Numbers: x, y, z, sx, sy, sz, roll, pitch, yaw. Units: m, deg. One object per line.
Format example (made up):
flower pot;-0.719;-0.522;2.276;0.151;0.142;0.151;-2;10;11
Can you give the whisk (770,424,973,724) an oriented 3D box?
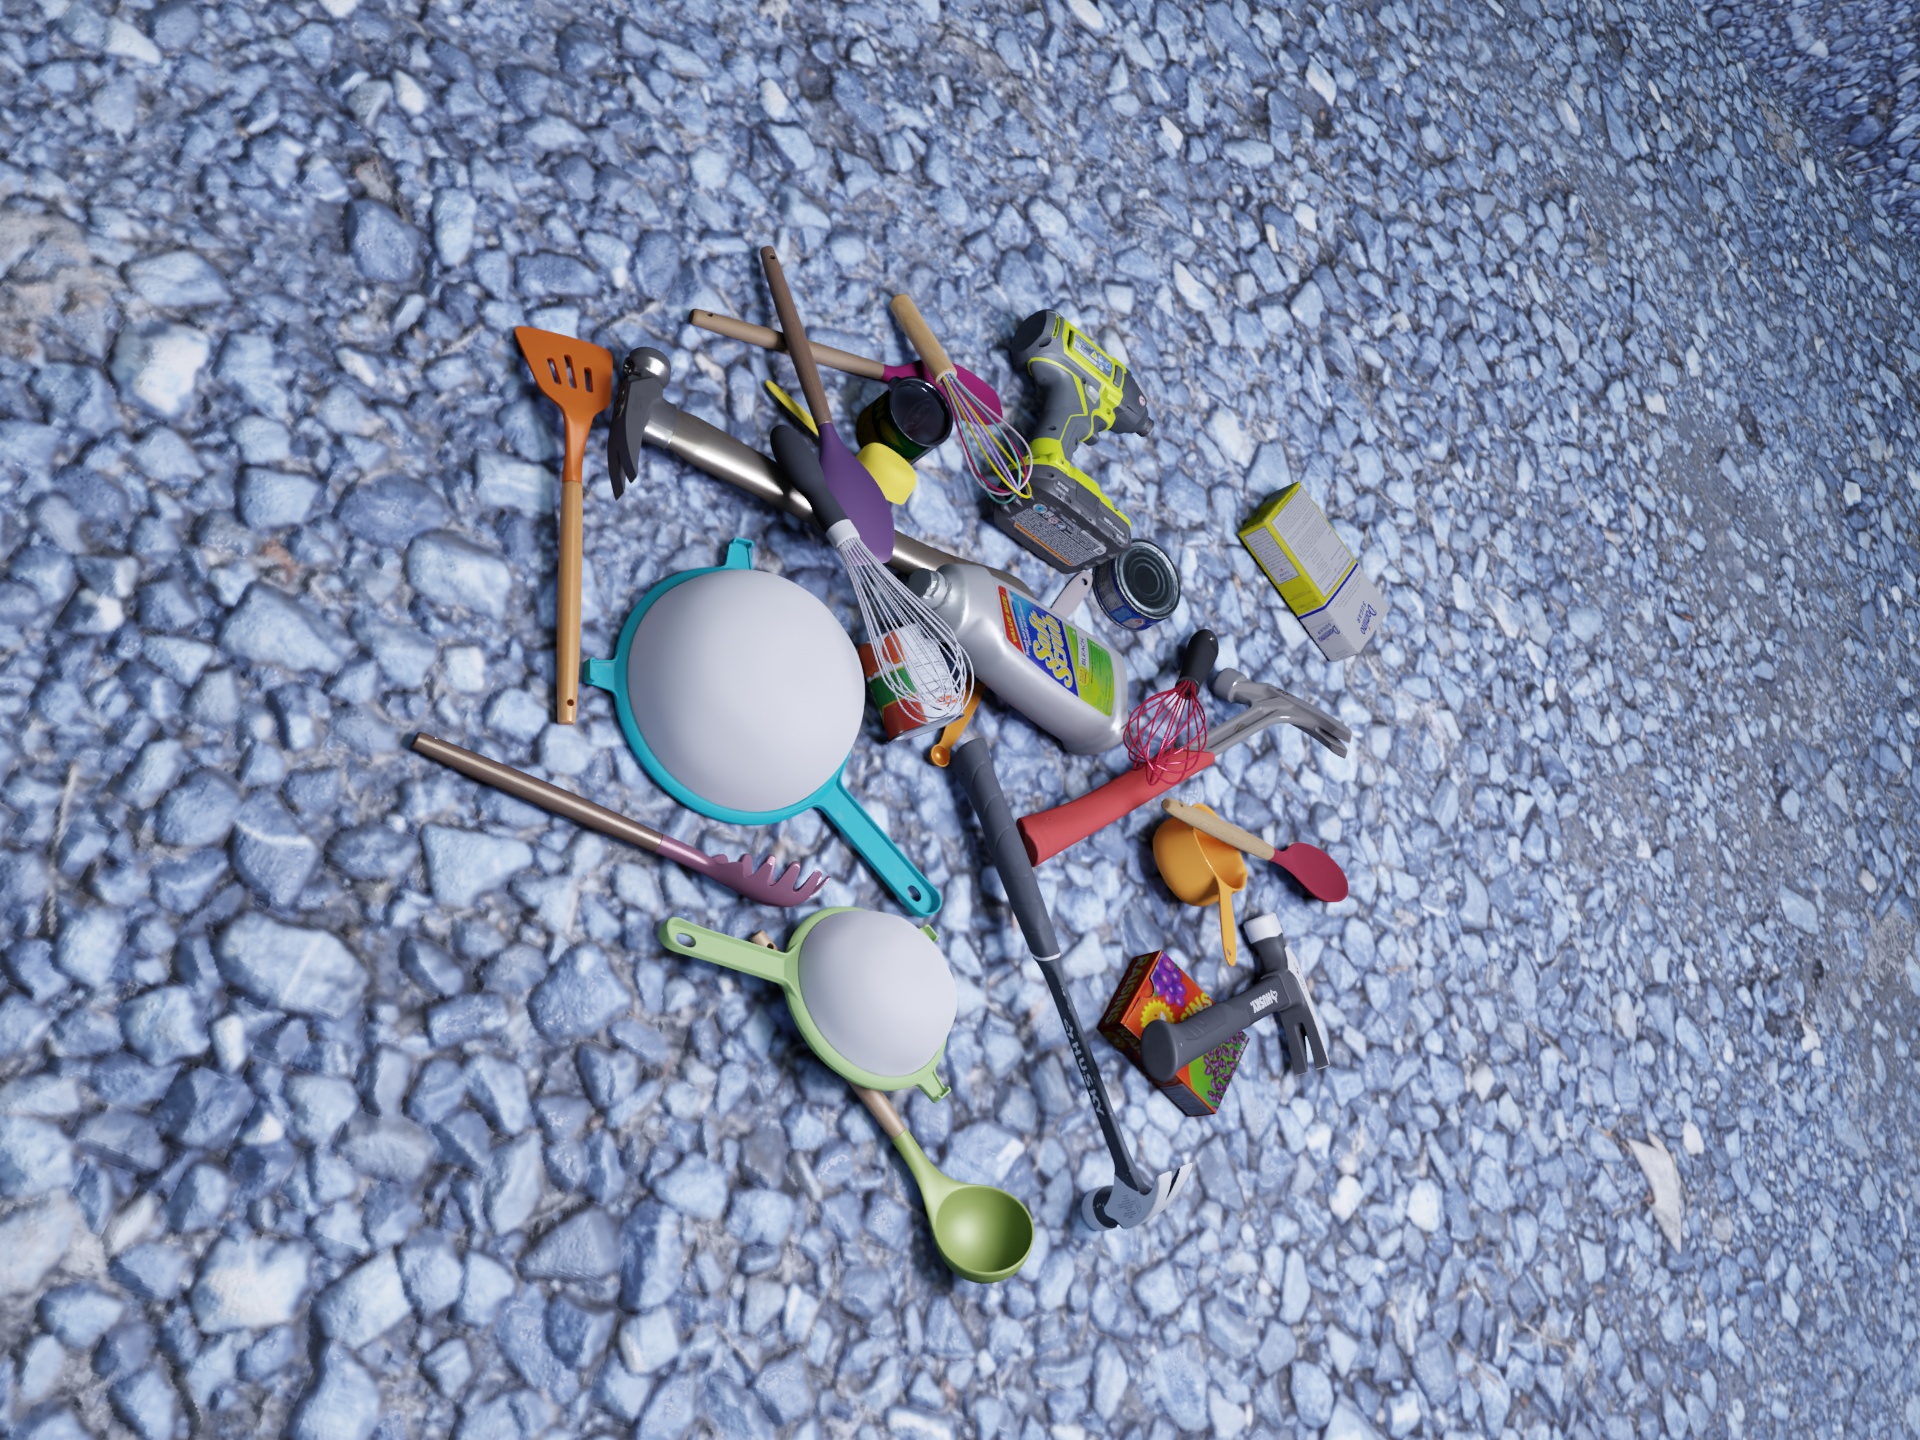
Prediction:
whisk;-0.077;-0.118;1.246;0.070;0.070;0.285;-20;70;-39

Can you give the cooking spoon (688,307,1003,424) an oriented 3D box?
cooking spoon;-0.093;-0.316;1.411;0.318;0.017;0.069;9;57;-34

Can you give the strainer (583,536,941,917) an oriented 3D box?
strainer;-0.110;0.016;1.227;0.340;0.095;0.211;50;52;-9

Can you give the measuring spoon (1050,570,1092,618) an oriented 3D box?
measuring spoon;0.096;-0.103;1.471;0.034;0.018;0.124;48;52;-12

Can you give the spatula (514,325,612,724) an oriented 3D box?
spatula;-0.297;-0.152;1.201;0.081;0.041;0.323;8;73;-35

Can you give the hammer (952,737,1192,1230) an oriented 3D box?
hammer;0.076;0.206;1.287;0.036;0.149;0.409;-14;74;-26

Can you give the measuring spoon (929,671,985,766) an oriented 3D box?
measuring spoon;-0.002;-0.004;1.371;0.021;0.011;0.117;40;51;-19

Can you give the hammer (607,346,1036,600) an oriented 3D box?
hammer;-0.102;-0.161;1.320;0.410;0.038;0.146;25;45;-29

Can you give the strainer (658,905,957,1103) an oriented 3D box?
strainer;-0.095;0.178;1.167;0.256;0.069;0.152;24;44;-32

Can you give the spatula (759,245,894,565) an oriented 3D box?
spatula;-0.118;-0.268;1.334;0.059;0.018;0.316;-9;69;-28

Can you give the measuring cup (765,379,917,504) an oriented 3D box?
measuring cup;-0.100;-0.245;1.355;0.156;0.029;0.062;41;19;-3

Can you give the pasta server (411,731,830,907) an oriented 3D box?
pasta server;-0.240;0.071;1.149;0.316;0.060;0.040;26;82;-23

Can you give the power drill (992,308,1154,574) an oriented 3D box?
power drill;0.113;-0.259;1.504;0.171;0.080;0.223;32;54;-32

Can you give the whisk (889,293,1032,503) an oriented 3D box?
whisk;-0.001;-0.288;1.419;0.047;0.051;0.245;-15;63;-31

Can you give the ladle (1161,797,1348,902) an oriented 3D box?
ladle;0.271;0.116;1.461;0.315;0.031;0.069;25;35;-47

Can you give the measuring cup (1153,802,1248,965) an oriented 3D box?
measuring cup;0.212;0.154;1.409;0.095;0.052;0.174;41;33;-32

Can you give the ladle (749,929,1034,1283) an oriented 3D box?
ladle;-0.055;0.286;1.195;0.320;0.062;0.078;55;47;-3

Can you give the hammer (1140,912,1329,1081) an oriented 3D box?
hammer;0.231;0.256;1.347;0.334;0.035;0.146;-3;70;-61

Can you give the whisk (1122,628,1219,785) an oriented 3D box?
whisk;0.203;-0.022;1.448;0.073;0.073;0.296;52;29;-9

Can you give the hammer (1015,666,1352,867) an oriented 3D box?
hammer;0.191;0.050;1.426;0.359;0.149;0.036;-26;134;-37
